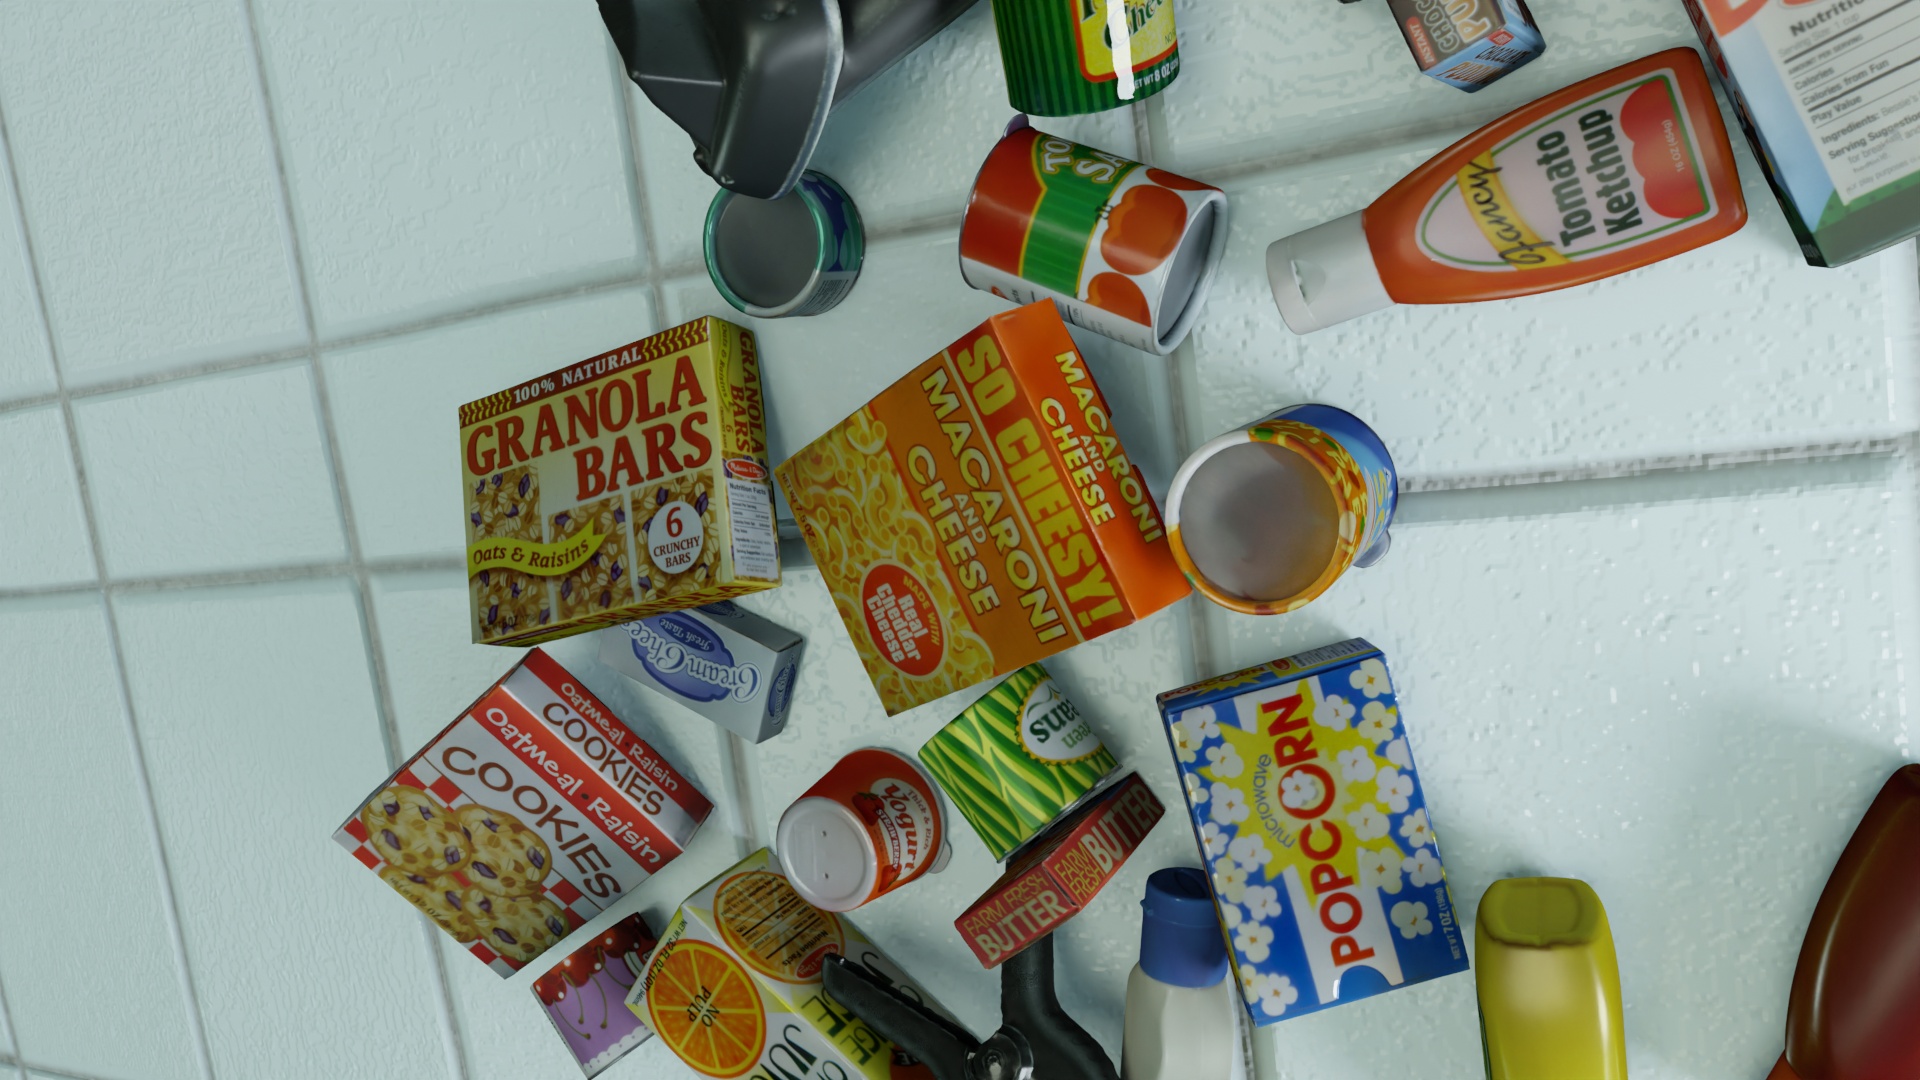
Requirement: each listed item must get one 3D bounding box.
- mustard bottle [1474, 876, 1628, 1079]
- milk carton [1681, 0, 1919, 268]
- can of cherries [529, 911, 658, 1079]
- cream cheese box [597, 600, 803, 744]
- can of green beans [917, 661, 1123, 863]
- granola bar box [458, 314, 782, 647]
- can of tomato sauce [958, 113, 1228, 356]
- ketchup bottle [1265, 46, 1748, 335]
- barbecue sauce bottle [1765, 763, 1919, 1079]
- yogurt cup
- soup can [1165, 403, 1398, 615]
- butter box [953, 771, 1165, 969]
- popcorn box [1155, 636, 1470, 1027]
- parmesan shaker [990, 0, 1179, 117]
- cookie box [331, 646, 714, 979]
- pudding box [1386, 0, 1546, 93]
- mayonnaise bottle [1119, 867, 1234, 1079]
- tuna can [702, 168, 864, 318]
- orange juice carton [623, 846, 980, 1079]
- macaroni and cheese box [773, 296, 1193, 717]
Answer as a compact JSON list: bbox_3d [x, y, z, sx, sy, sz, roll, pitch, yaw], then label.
[{"bbox_3d":[0.220,0.207,0.511,0.049,0.065,0.160,-5,102,24],"label":"mustard bottle"},{"bbox_3d":[0.251,-0.182,0.411,0.073,0.072,0.190,-26,89,29],"label":"milk carton"},{"bbox_3d":[-0.178,0.235,0.723,0.071,0.072,0.058,-41,80,28],"label":"can of cherries"},{"bbox_3d":[-0.129,0.054,0.683,0.104,0.024,0.053,23,111,22],"label":"cream cheese box"},{"bbox_3d":[0.024,0.093,0.587,0.071,0.071,0.058,-43,79,28],"label":"can of green beans"},{"bbox_3d":[-0.165,-0.024,0.662,0.165,0.039,0.124,-13,78,29],"label":"granola bar box"},{"bbox_3d":[0.052,-0.116,0.531,0.083,0.071,0.071,24,110,21],"label":"can of tomato sauce"},{"bbox_3d":[0.181,-0.111,0.478,0.148,0.044,0.064,-17,92,30],"label":"ketchup bottle"},{"bbox_3d":[0.311,0.152,0.463,0.065,0.044,0.148,25,111,21],"label":"barbecue sauce bottle"},{"bbox_3d":[-0.048,0.135,0.640,0.072,0.054,0.072,6,102,27],"label":"yogurt cup"},{"bbox_3d":[0.120,-0.011,0.506,0.071,0.084,0.071,6,103,26],"label":"soup can"},{"bbox_3d":[0.042,0.132,0.564,0.053,0.104,0.024,-41,82,27],"label":"butter box"},{"bbox_3d":[0.133,0.109,0.531,0.085,0.038,0.126,-16,93,1],"label":"popcorn box"},{"bbox_3d":[0.042,-0.214,0.499,0.071,0.072,0.102,5,129,27],"label":"parmesan shaker"},{"bbox_3d":[-0.228,0.145,0.722,0.167,0.040,0.123,-38,104,28],"label":"cookie box"},{"bbox_3d":[0.162,-0.177,0.452,0.030,0.084,0.049,-25,89,32],"label":"pudding box"},{"bbox_3d":[0.091,0.213,0.581,0.041,0.065,0.147,1,99,-11],"label":"mayonnaise bottle"},{"bbox_3d":[-0.080,-0.134,0.615,0.071,0.033,0.071,6,103,26],"label":"tuna can"},{"bbox_3d":[-0.058,0.243,0.656,0.193,0.073,0.071,38,114,15],"label":"orange juice carton"},{"bbox_3d":[0.002,-0.007,0.564,0.166,0.040,0.123,-28,87,50],"label":"macaroni and cheese box"}]
